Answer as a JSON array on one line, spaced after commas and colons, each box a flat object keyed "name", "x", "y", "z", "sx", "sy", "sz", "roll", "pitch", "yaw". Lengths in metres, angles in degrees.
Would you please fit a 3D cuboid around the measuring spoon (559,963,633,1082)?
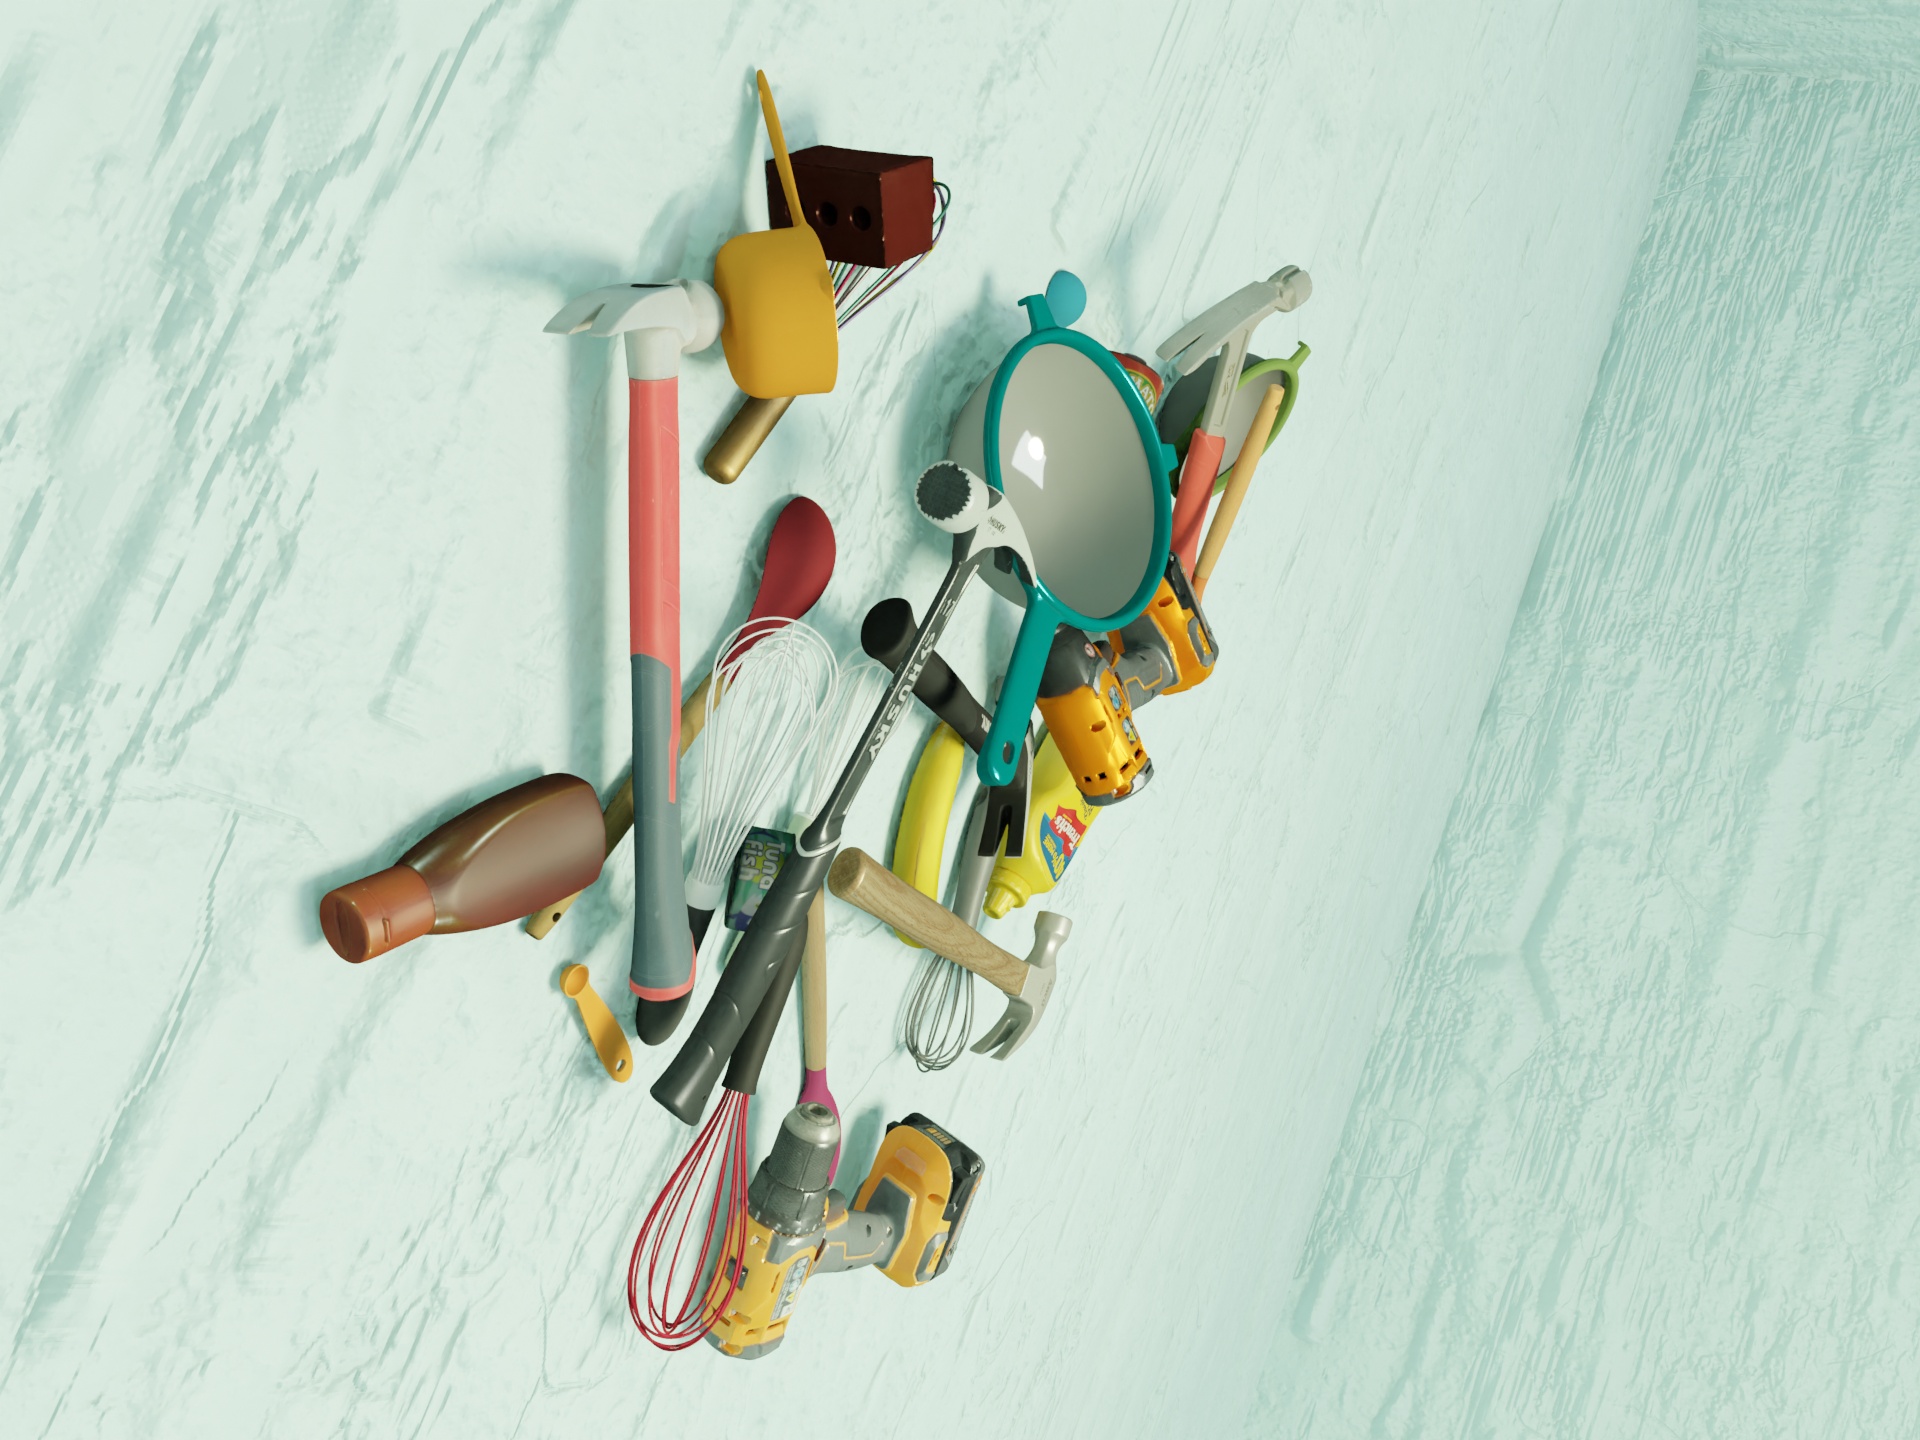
[{"name": "measuring spoon", "x": -0.213, "y": 0.179, "z": 0.932, "sx": 0.021, "sy": 0.011, "sz": 0.116, "roll": -54, "pitch": 150, "yaw": -33}]

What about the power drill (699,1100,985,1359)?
[{"name": "power drill", "x": -0.079, "y": 0.350, "z": 1.161, "sx": 0.226, "sy": 0.084, "sz": 0.185, "roll": 1, "pitch": 111, "yaw": -53}]

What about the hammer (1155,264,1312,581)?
[{"name": "hammer", "x": 0.194, "y": -0.206, "z": 1.317, "sx": 0.149, "sy": 0.037, "sz": 0.358, "roll": -37, "pitch": 156, "yaw": -25}]

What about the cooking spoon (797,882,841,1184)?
[{"name": "cooking spoon", "x": -0.104, "y": 0.227, "z": 1.141, "sx": 0.069, "sy": 0.017, "sz": 0.318, "roll": -36, "pitch": 135, "yaw": -49}]

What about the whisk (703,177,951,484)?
[{"name": "whisk", "x": -0.074, "y": -0.232, "z": 0.928, "sx": 0.245, "sy": 0.051, "sz": 0.047, "roll": -59, "pitch": 154, "yaw": -20}]

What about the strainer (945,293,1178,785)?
[{"name": "strainer", "x": 0.038, "y": -0.106, "z": 1.093, "sx": 0.210, "sy": 0.095, "sz": 0.341, "roll": 39, "pitch": 58, "yaw": -40}]

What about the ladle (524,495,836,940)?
[{"name": "ladle", "x": -0.154, "y": -0.006, "z": 0.921, "sx": 0.315, "sy": 0.031, "sz": 0.069, "roll": -58, "pitch": 148, "yaw": -24}]

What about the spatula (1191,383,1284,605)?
[{"name": "spatula", "x": 0.207, "y": -0.150, "z": 1.362, "sx": 0.081, "sy": 0.041, "sz": 0.322, "roll": -26, "pitch": 146, "yaw": -40}]

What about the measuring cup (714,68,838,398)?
[{"name": "measuring cup", "x": -0.109, "y": -0.256, "z": 0.841, "sx": 0.052, "sy": 0.095, "sz": 0.173, "roll": -13, "pitch": 92, "yaw": -14}]

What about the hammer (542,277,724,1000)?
[{"name": "hammer", "x": -0.163, "y": -0.025, "z": 0.819, "sx": 0.143, "sy": 0.038, "sz": 0.386, "roll": -57, "pitch": 152, "yaw": -68}]

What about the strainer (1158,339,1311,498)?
[{"name": "strainer", "x": 0.180, "y": -0.249, "z": 1.364, "sx": 0.256, "sy": 0.069, "sz": 0.151, "roll": -25, "pitch": 151, "yaw": -33}]

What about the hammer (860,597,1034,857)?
[{"name": "hammer", "x": -0.002, "y": -0.004, "z": 1.098, "sx": 0.334, "sy": 0.035, "sz": 0.146, "roll": 46, "pitch": 46, "yaw": -67}]

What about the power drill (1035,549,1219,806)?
[{"name": "power drill", "x": 0.125, "y": -0.054, "z": 1.284, "sx": 0.164, "sy": 0.084, "sz": 0.226, "roll": 64, "pitch": 35, "yaw": -17}]

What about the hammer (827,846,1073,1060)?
[{"name": "hammer", "x": -0.006, "y": 0.164, "z": 1.178, "sx": 0.331, "sy": 0.031, "sz": 0.130, "roll": 41, "pitch": 63, "yaw": -55}]

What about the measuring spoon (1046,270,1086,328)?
[{"name": "measuring spoon", "x": 0.072, "y": -0.270, "z": 1.186, "sx": 0.042, "sy": 0.021, "sz": 0.128, "roll": 7, "pitch": 98, "yaw": -61}]

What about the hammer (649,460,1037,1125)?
[{"name": "hammer", "x": -0.072, "y": 0.052, "z": 0.920, "sx": 0.409, "sy": 0.036, "sz": 0.149, "roll": -62, "pitch": 158, "yaw": 3}]

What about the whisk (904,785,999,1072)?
[{"name": "whisk", "x": 0.002, "y": 0.164, "z": 1.271, "sx": 0.055, "sy": 0.055, "sz": 0.239, "roll": 21, "pitch": 82, "yaw": -62}]

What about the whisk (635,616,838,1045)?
[{"name": "whisk", "x": -0.139, "y": 0.071, "z": 0.927, "sx": 0.070, "sy": 0.070, "sz": 0.284, "roll": -11, "pitch": 126, "yaw": -59}]

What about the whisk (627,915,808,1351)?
[{"name": "whisk", "x": -0.150, "y": 0.260, "z": 1.038, "sx": 0.073, "sy": 0.073, "sz": 0.296, "roll": 33, "pitch": 70, "yaw": -61}]

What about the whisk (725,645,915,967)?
[{"name": "whisk", "x": -0.094, "y": 0.058, "z": 1.047, "sx": 0.057, "sy": 0.059, "sz": 0.246, "roll": 28, "pitch": 82, "yaw": -24}]
